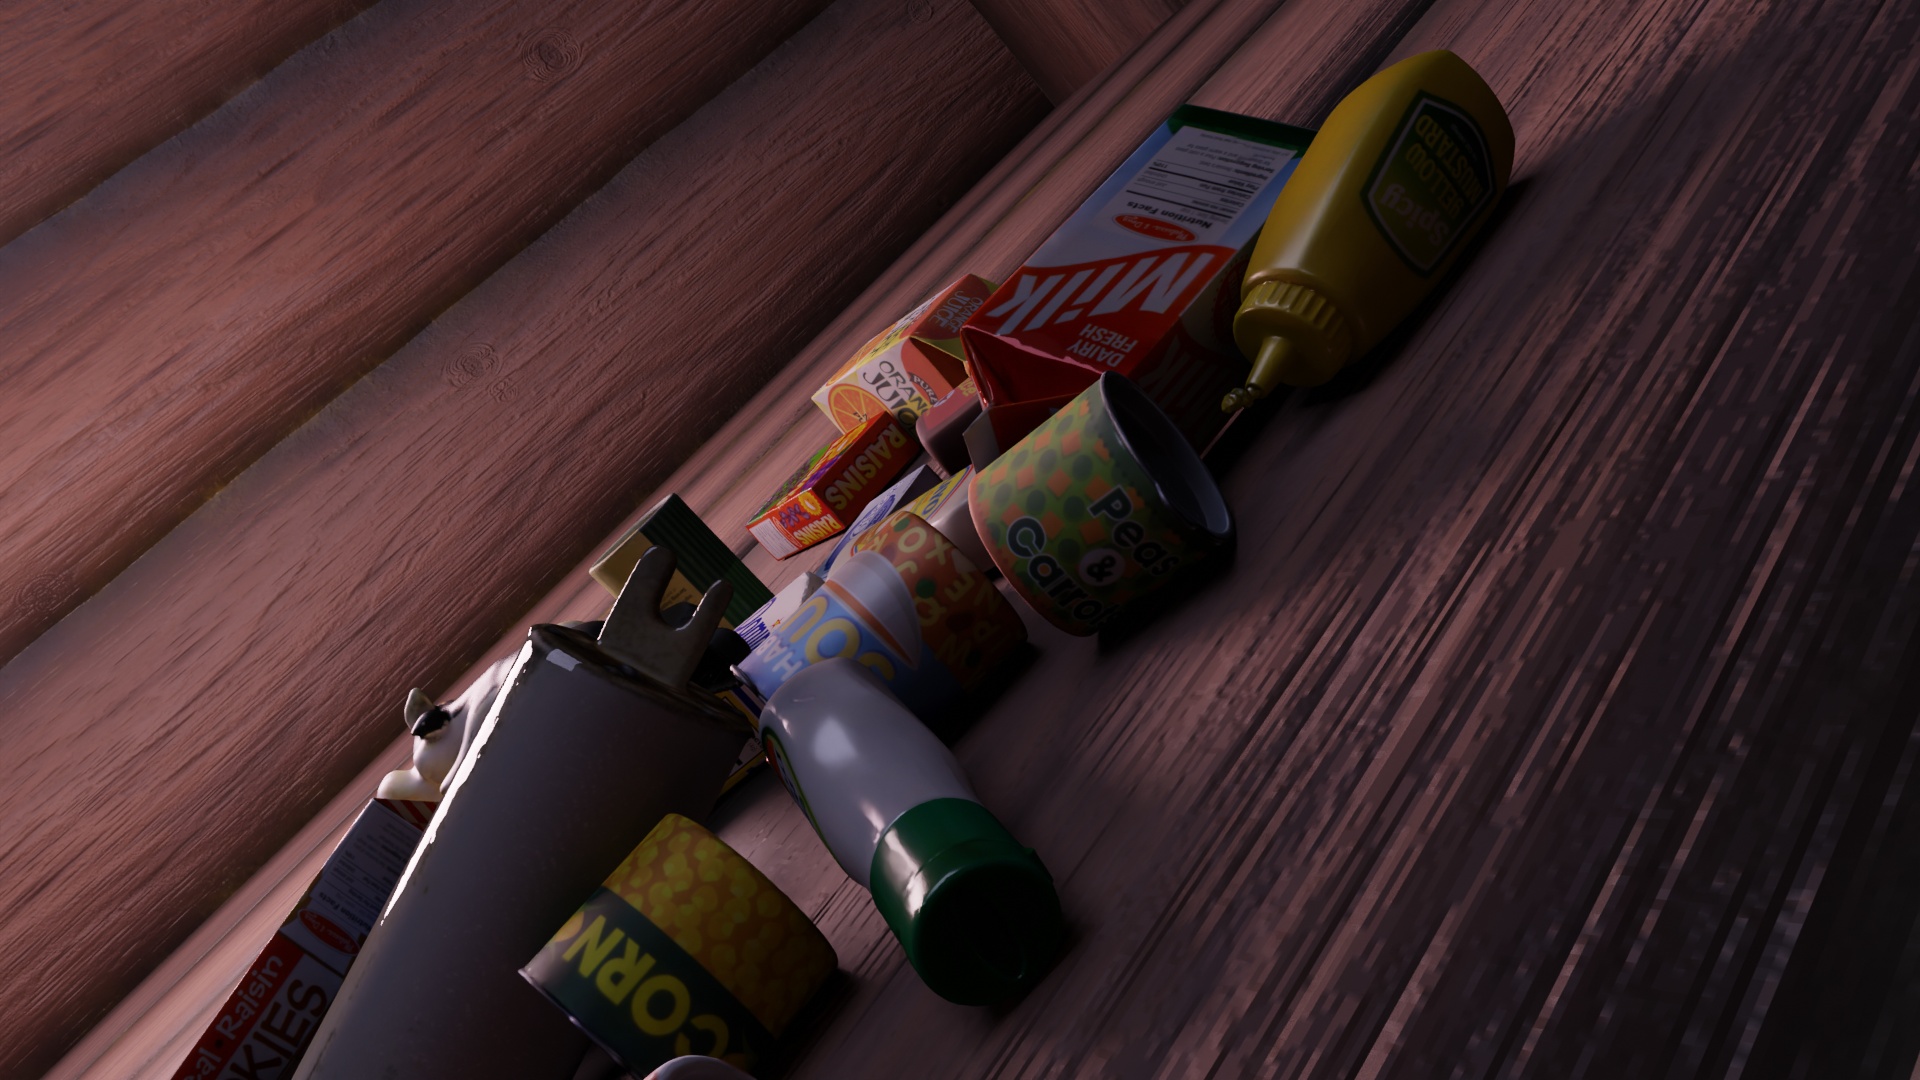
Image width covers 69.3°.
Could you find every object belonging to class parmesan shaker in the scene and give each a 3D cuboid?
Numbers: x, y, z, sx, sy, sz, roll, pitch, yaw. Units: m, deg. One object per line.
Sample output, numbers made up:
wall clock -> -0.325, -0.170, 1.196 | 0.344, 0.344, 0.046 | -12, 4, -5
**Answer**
parmesan shaker -> -0.149, 0.029, 0.791 | 0.071, 0.103, 0.071 | -40, 13, 11

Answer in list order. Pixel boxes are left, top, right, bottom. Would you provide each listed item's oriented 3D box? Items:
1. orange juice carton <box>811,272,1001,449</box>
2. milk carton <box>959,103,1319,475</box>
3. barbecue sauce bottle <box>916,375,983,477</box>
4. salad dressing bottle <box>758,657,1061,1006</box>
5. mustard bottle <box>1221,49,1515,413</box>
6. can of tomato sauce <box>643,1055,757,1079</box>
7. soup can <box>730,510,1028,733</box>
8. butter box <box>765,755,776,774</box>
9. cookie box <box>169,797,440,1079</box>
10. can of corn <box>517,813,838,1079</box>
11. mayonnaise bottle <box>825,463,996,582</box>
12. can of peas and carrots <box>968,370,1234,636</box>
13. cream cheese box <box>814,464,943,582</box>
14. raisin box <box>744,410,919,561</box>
orange juice carton -> -0.018, -0.117, 0.944 | 0.072, 0.073, 0.192 | -49, 15, -29
milk carton -> 0.066, -0.078, 0.525 | 0.073, 0.072, 0.191 | 25, 60, 33
barbecue sauce bottle -> 0.044, -0.095, 0.763 | 0.148, 0.043, 0.065 | -39, 13, 12
salad dressing bottle -> -0.017, 0.074, 0.377 | 0.044, 0.064, 0.148 | -35, 19, -10
mustard bottle -> 0.136, -0.100, 0.483 | 0.161, 0.065, 0.048 | -54, 19, -21
can of tomato sauce -> -0.067, 0.148, 0.257 | 0.083, 0.071, 0.071 | -40, 13, 6
soup can -> -0.029, 0.039, 0.488 | 0.084, 0.071, 0.071 | -44, 13, -10
butter box -> -0.035, 0.055, 0.556 | 0.103, 0.024, 0.053 | -43, 14, -2
cookie box -> -0.266, 0.194, 0.599 | 0.168, 0.040, 0.122 | -57, -6, -10
can of corn -> -0.076, 0.117, 0.382 | 0.058, 0.071, 0.071 | -48, 14, -24
mayonnaise bottle -> 0.002, -0.008, 0.610 | 0.147, 0.041, 0.065 | -31, 17, 41
can of peas and carrots -> 0.045, -0.010, 0.444 | 0.058, 0.071, 0.071 | -38, 14, 23
cream cheese box -> -0.048, 0.005, 0.752 | 0.053, 0.024, 0.104 | -33, 16, 40
raisin box -> -0.091, -0.036, 0.975 | 0.086, 0.040, 0.123 | -49, 13, -29
